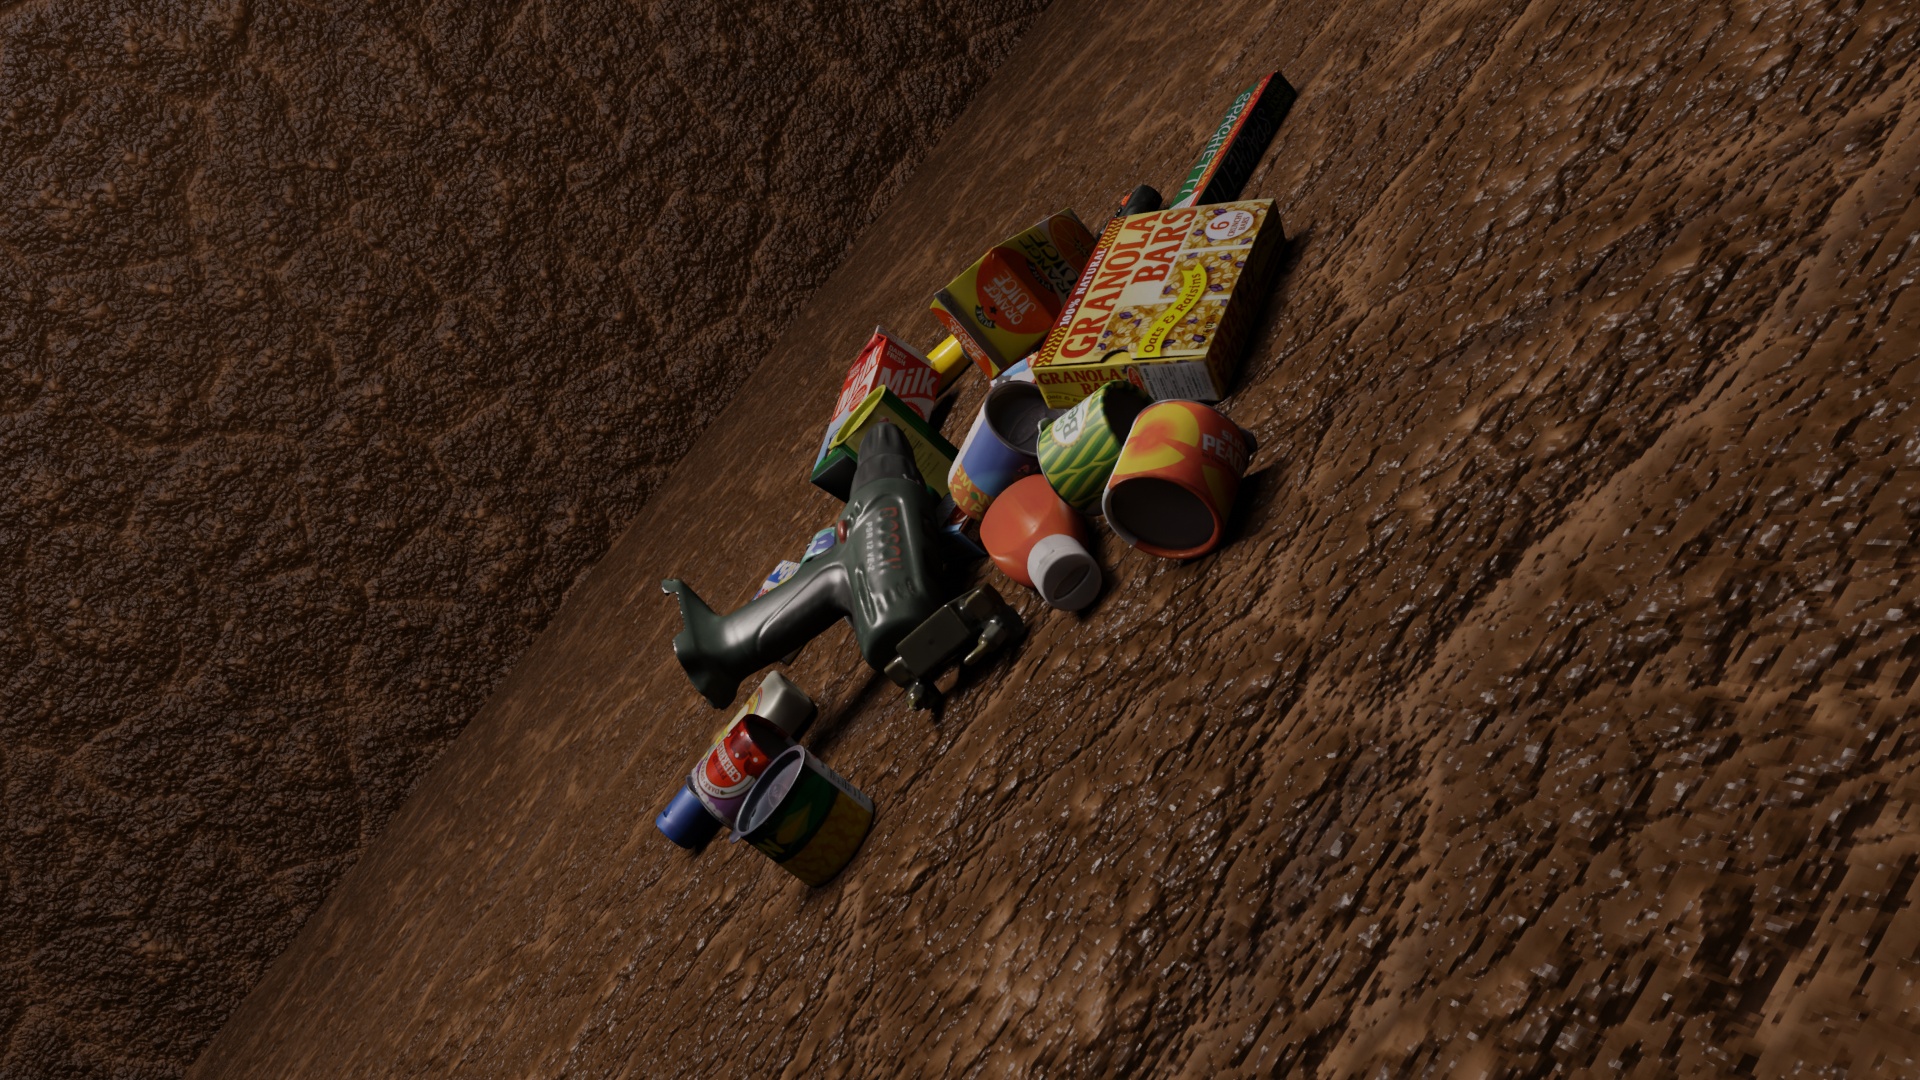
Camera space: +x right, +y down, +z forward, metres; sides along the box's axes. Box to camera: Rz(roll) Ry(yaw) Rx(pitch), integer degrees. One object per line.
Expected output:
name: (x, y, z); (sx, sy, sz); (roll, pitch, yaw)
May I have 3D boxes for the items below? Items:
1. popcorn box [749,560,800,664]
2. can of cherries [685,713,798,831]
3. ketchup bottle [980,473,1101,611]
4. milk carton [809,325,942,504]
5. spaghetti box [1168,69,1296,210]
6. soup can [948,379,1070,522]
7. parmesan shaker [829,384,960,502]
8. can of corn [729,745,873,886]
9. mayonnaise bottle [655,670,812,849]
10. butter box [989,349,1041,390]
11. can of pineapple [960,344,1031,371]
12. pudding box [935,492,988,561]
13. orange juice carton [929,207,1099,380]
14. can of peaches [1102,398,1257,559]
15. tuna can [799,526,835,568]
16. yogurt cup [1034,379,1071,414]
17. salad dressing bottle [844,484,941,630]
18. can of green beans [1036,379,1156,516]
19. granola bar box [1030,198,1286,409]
popcorn box: (-0.161, 0.064, 1.282); (0.085, 0.038, 0.126); (-54, 18, -11)
can of cherries: (-0.148, 0.164, 0.978); (0.058, 0.071, 0.072); (-46, 17, 9)
ketchup bottle: (0.052, 0.003, 0.861); (0.064, 0.043, 0.149); (-45, 17, 6)
milk carton: (-0.077, -0.127, 1.368); (0.073, 0.072, 0.191); (-32, 33, 47)
spaghetti box: (0.202, -0.285, 1.121); (0.050, 0.028, 0.251); (-20, 34, 59)
soup can: (0.036, -0.057, 0.960); (0.072, 0.071, 0.083); (-64, 2, -40)
parmesan shaker: (-0.049, -0.072, 1.175); (0.071, 0.103, 0.071); (-44, 17, 18)
can of corn: (-0.097, 0.171, 0.853); (0.071, 0.058, 0.071); (-44, 18, 18)
mayonnaise bottle: (-0.177, 0.172, 1.083); (0.148, 0.041, 0.065); (-51, 18, -4)
butter box: (0.073, -0.127, 1.059); (0.103, 0.024, 0.053); (-29, 36, 16)
can of pineapple: (0.043, -0.188, 1.252); (0.057, 0.071, 0.071); (-33, 24, 45)
pudding box: (0.004, -0.013, 1.041); (0.050, 0.030, 0.083); (-55, 18, -20)
orange juice carton: (0.045, -0.180, 1.028); (0.072, 0.072, 0.193); (-38, 2, 35)
can of peaches: (0.116, -0.032, 0.735); (0.071, 0.071, 0.058); (-30, 25, 49)
tuna can: (-0.102, 0.023, 1.164); (0.070, 0.071, 0.033); (-35, 23, 42)
yogurt cup: (0.084, -0.109, 0.988); (0.054, 0.072, 0.072); (-60, 18, -5)
salad dressing bottle: (-0.050, 0.012, 1.100); (0.064, 0.044, 0.148); (-34, 23, 36)
can of green beans: (0.090, -0.057, 0.852); (0.057, 0.071, 0.071); (-35, 22, 40)
granola bar box: (0.133, -0.158, 0.919); (0.124, 0.039, 0.166); (0, 46, 33)
